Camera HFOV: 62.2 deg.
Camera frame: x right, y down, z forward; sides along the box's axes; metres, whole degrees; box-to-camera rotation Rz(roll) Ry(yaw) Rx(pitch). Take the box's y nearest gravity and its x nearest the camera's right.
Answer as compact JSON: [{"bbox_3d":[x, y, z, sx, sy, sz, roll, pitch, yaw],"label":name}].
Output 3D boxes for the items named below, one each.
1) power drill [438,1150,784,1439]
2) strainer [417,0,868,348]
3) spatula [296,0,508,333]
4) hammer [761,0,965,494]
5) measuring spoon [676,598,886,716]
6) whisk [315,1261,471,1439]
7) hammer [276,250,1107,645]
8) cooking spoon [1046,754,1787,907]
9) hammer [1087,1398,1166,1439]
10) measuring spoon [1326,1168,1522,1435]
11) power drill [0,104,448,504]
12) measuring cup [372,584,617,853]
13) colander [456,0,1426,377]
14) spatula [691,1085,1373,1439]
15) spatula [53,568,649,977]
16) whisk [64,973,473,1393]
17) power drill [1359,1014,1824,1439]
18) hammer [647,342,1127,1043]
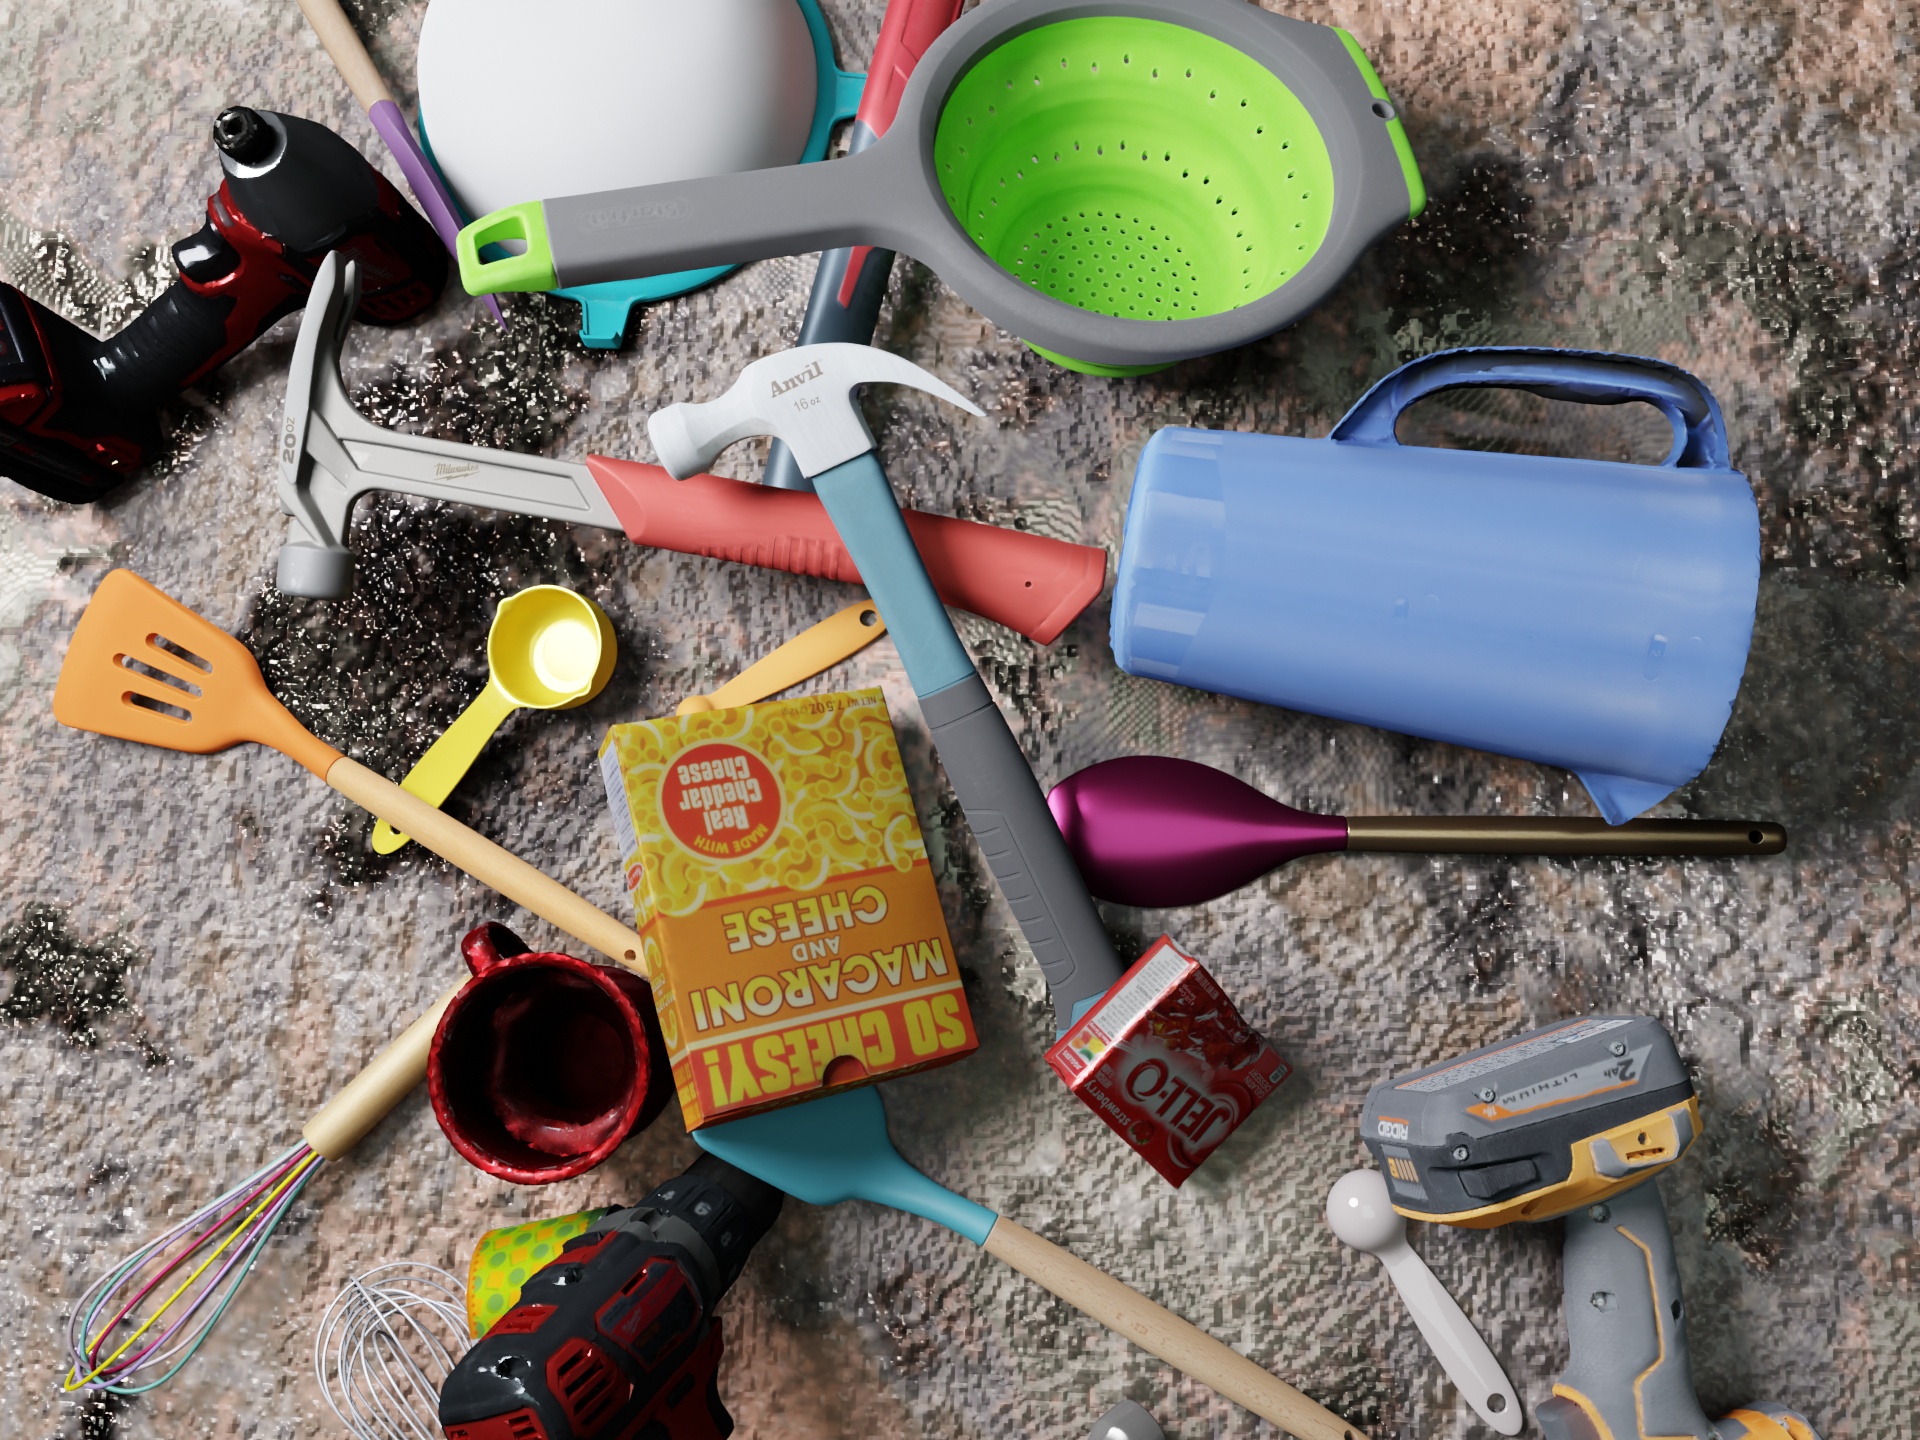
[{"bbox_3d":[-0.088,0.293,0.627,0.080,0.188,0.226,-24,95,27],"label":"power drill"},{"bbox_3d":[-0.211,-0.359,0.756,0.211,0.095,0.340,-43,82,-2],"label":"strainer"},{"bbox_3d":[-0.293,-0.316,0.774,0.018,0.059,0.316,-29,72,-11],"label":"spatula"},{"bbox_3d":[-0.048,-0.264,0.731,0.143,0.038,0.386,17,86,-31],"label":"hammer"},{"bbox_3d":[-0.081,-0.026,0.737,0.117,0.011,0.021,-29,80,0],"label":"measuring spoon"},{"bbox_3d":[-0.179,0.353,0.668,0.070,0.070,0.284,-35,85,-1],"label":"whisk"},{"bbox_3d":[-0.114,-0.099,0.692,0.359,0.037,0.149,10,94,1],"label":"hammer"},{"bbox_3d":[0.196,0.050,0.700,0.319,0.017,0.069,0,82,5],"label":"cooking spoon"},{"bbox_3d":[0.089,0.454,0.622,0.130,0.031,0.331,-21,85,-35],"label":"hammer"},{"bbox_3d":[0.199,0.247,0.670,0.034,0.018,0.124,-34,81,-1],"label":"measuring spoon"},{"bbox_3d":[-0.357,-0.194,0.721,0.219,0.143,0.079,-28,78,2],"label":"power drill"},{"bbox_3d":[-0.219,0.003,0.743,0.062,0.029,0.156,44,99,12],"label":"measuring cup"},{"bbox_3d":[-0.008,-0.205,0.688,0.397,0.094,0.205,-11,68,-9],"label":"colander"},{"bbox_3d":[0.037,0.227,0.673,0.317,0.044,0.082,29,52,6],"label":"spatula"},{"bbox_3d":[-0.269,0.035,0.720,0.323,0.041,0.081,28,97,14],"label":"spatula"},{"bbox_3d":[-0.300,0.206,0.706,0.245,0.047,0.051,-44,79,-6],"label":"whisk"},{"bbox_3d":[0.230,0.248,0.622,0.185,0.084,0.226,-15,83,-13],"label":"power drill"},{"bbox_3d":[-0.001,-0.002,0.667,0.128,0.033,0.331,-24,99,7],"label":"hammer"}]
